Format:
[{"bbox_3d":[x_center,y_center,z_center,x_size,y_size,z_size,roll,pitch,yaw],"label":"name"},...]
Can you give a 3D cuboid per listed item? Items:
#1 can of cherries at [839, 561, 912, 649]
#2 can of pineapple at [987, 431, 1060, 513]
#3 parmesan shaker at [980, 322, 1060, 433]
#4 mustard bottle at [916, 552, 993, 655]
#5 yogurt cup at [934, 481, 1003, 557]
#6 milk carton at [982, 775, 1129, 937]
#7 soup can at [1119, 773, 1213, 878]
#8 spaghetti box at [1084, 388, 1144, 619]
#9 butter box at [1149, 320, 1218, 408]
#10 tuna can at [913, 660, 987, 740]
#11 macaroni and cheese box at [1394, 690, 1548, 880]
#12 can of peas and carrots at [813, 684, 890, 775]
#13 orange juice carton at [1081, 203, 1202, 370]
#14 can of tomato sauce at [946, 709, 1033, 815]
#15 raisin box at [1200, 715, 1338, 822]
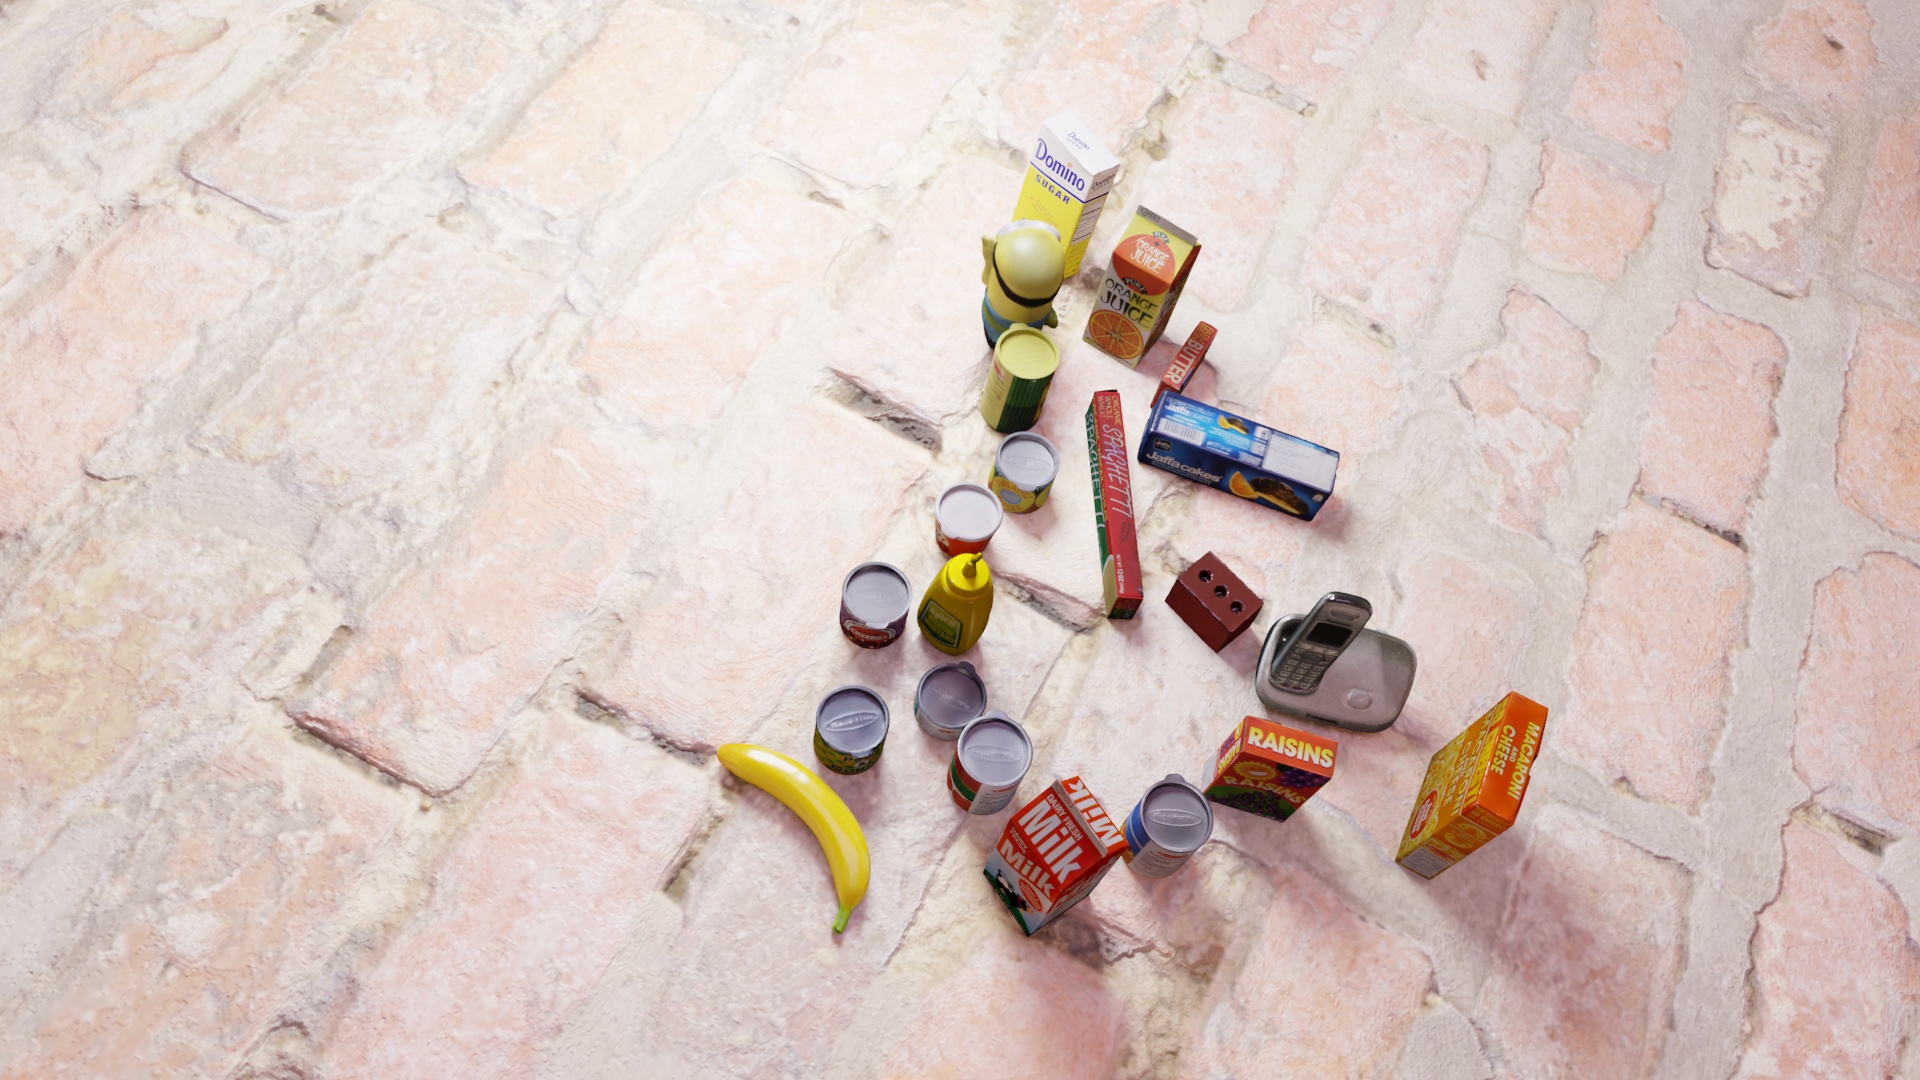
[{"bbox_3d":[-0.082,0.064,1.318,0.071,0.058,0.072,4,60,-7],"label":"can of cherries"},{"bbox_3d":[0.063,-0.067,1.418,0.071,0.057,0.071,4,60,-7],"label":"can of pineapple"},{"bbox_3d":[0.060,-0.168,1.449,0.071,0.102,0.071,4,60,-7],"label":"parmesan shaker"},{"bbox_3d":[-0.001,0.051,1.280,0.065,0.159,0.049,37,62,11],"label":"mustard bottle"},{"bbox_3d":[0.005,-0.017,1.382,0.072,0.053,0.073,4,60,-7],"label":"yogurt cup"},{"bbox_3d":[0.080,0.259,1.157,0.074,0.189,0.072,-28,69,-23],"label":"milk carton"},{"bbox_3d":[0.182,0.255,1.238,0.071,0.083,0.071,4,60,-7],"label":"soup can"},{"bbox_3d":[0.156,-0.041,1.423,0.029,0.050,0.251,2,60,-8],"label":"spaghetti box"},{"bbox_3d":[0.244,-0.189,1.521,0.024,0.053,0.104,31,60,8],"label":"butter box"},{"bbox_3d":[-0.009,0.149,1.296,0.071,0.032,0.071,4,60,-7],"label":"tuna can"},{"bbox_3d":[0.462,0.224,1.256,0.040,0.165,0.124,28,60,7],"label":"macaroni and cheese box"},{"bbox_3d":[-0.098,0.174,1.252,0.071,0.058,0.071,4,60,-7],"label":"can of peas and carrots"},{"bbox_3d":[0.197,-0.277,1.482,0.072,0.191,0.073,33,61,9],"label":"orange juice carton"},{"bbox_3d":[0.024,0.200,1.244,0.071,0.082,0.071,4,60,-7],"label":"can of tomato sauce"},{"bbox_3d":[0.278,0.208,1.259,0.086,0.122,0.040,17,60,0],"label":"raisin box"}]
